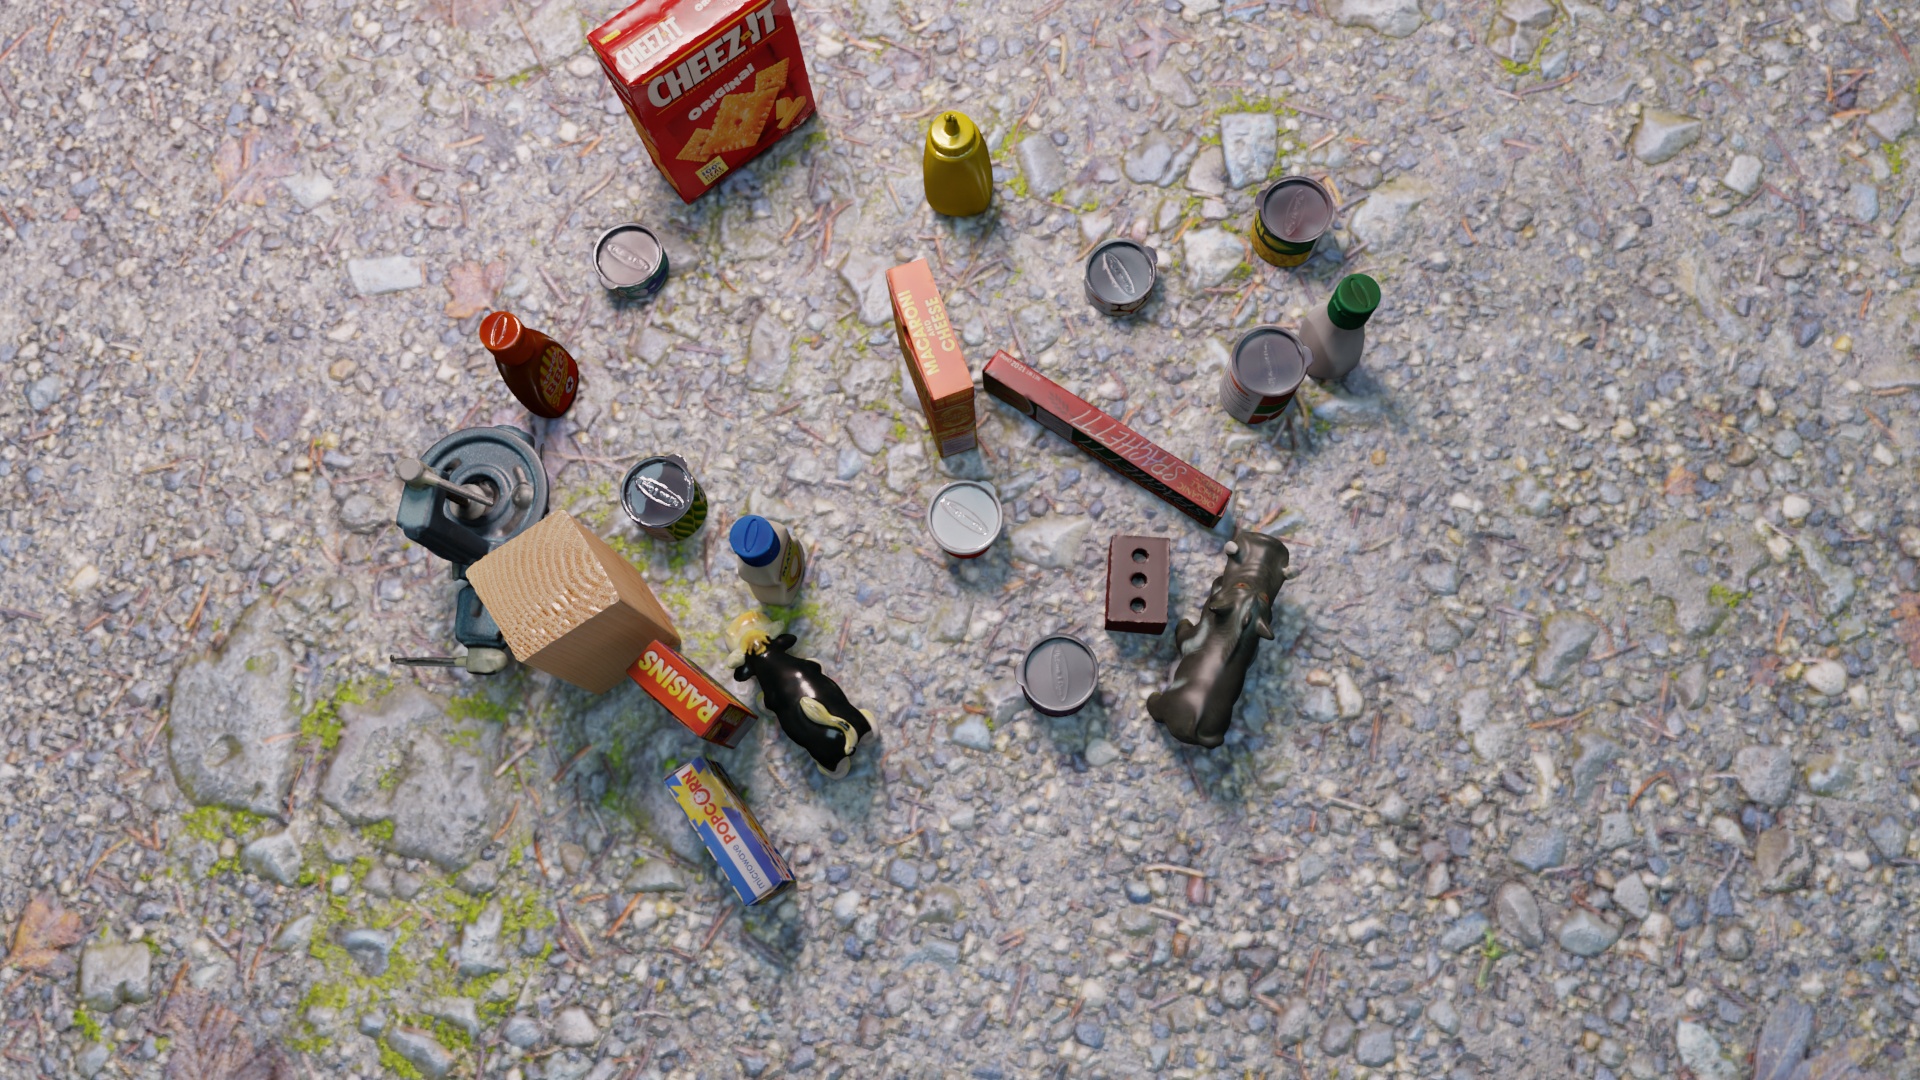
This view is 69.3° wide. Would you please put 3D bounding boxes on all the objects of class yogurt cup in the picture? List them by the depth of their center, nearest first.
[{"bbox_3d":[0.004,-0.015,1.233,0.072,0.054,0.072,0,77,2],"label":"yogurt cup"}]

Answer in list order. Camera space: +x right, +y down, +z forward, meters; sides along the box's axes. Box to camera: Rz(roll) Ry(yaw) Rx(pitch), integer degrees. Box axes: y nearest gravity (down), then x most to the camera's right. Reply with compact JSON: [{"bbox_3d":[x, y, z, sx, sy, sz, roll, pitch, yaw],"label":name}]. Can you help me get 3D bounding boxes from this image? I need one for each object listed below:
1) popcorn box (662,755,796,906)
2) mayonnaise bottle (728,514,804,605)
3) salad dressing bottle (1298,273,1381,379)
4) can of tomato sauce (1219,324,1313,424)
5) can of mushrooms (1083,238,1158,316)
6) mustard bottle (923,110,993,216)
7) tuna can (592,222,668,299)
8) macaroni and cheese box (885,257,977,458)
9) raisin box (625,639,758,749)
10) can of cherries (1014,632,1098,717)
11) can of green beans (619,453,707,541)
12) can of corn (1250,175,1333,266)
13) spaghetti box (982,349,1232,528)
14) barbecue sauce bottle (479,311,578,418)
[{"bbox_3d":[-0.191,0.244,1.161,0.038,0.085,0.127,-35,78,-6],"label":"popcorn box"},{"bbox_3d":[-0.165,0.013,1.184,0.041,0.147,0.065,10,77,4],"label":"mayonnaise bottle"},{"bbox_3d":[0.332,-0.187,1.216,0.044,0.147,0.064,-22,77,-3],"label":"salad dressing bottle"},{"bbox_3d":[0.271,-0.148,1.241,0.071,0.083,0.071,0,77,2],"label":"can of tomato sauce"},{"bbox_3d":[0.150,-0.246,1.295,0.071,0.033,0.071,0,76,2],"label":"can of mushrooms"},{"bbox_3d":[-0.004,-0.348,1.260,0.065,0.160,0.049,1,77,2],"label":"mustard bottle"},{"bbox_3d":[-0.313,-0.262,1.315,0.071,0.032,0.071,0,76,2],"label":"tuna can"},{"bbox_3d":[-0.024,-0.154,1.210,0.040,0.166,0.124,-20,77,-2],"label":"macaroni and cheese box"},{"bbox_3d":[-0.224,0.131,1.170,0.086,0.123,0.040,39,81,10],"label":"raisin box"},{"bbox_3d":[0.082,0.116,1.196,0.071,0.058,0.071,0,77,2],"label":"can of cherries"},{"bbox_3d":[-0.265,-0.037,1.246,0.071,0.057,0.071,0,77,2],"label":"can of green beans"},{"bbox_3d":[0.304,-0.296,1.289,0.071,0.058,0.071,0,77,2],"label":"can of corn"},{"bbox_3d":[0.130,-0.091,1.249,0.250,0.050,0.029,33,80,9],"label":"spaghetti box"},{"bbox_3d":[-0.383,-0.159,1.233,0.044,0.148,0.065,12,78,5],"label":"barbecue sauce bottle"}]
